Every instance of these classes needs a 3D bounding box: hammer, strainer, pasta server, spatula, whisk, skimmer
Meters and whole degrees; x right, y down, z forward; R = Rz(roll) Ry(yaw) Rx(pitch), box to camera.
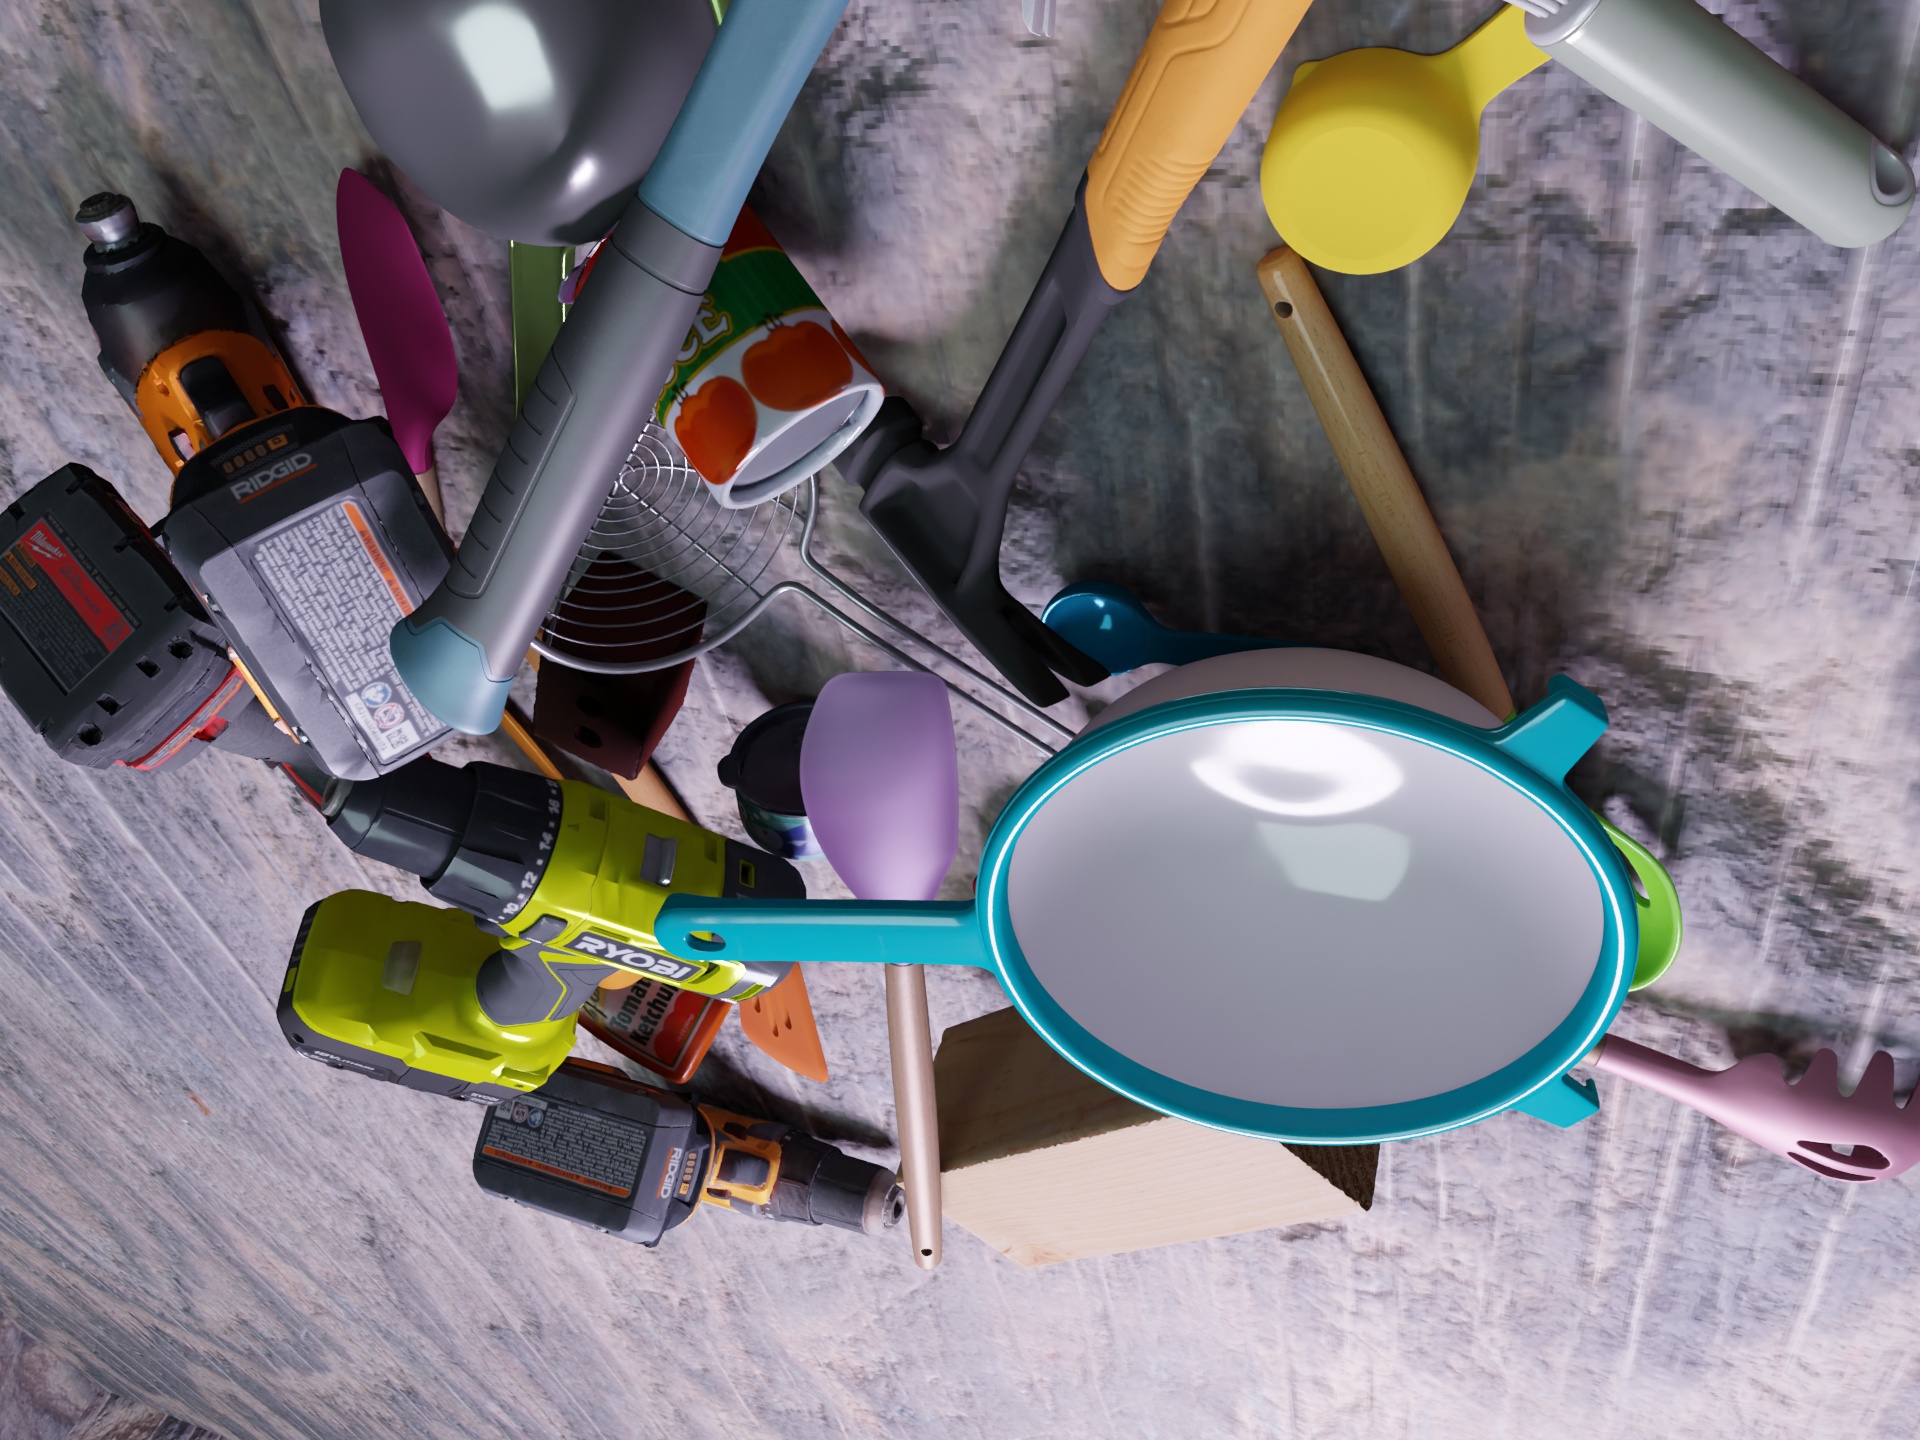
[{"bbox_3d":[0.055,-0.146,0.431,0.127,0.034,0.336,52,140,19],"label":"hammer"},{"bbox_3d":[-0.151,-0.167,0.522,0.151,0.069,0.256,22,139,6],"label":"strainer"},{"bbox_3d":[0.237,0.119,0.656,0.316,0.040,0.060,20,140,15],"label":"pasta server"},{"bbox_3d":[-0.024,0.116,0.653,0.060,0.018,0.315,-2,122,4],"label":"spatula"},{"bbox_3d":[0.126,-0.162,0.346,0.246,0.058,0.059,19,163,-25],"label":"whisk"},{"bbox_3d":[0.056,0.049,0.572,0.340,0.095,0.210,-2,129,18],"label":"strainer"},{"bbox_3d":[-0.086,-0.131,0.449,0.128,0.033,0.331,34,116,-1],"label":"hammer"},{"bbox_3d":[-0.150,0.056,0.786,0.081,0.041,0.322,14,142,49],"label":"spatula"},{"bbox_3d":[-0.001,-0.002,0.603,0.363,0.090,0.127,32,112,-9],"label":"skimmer"}]

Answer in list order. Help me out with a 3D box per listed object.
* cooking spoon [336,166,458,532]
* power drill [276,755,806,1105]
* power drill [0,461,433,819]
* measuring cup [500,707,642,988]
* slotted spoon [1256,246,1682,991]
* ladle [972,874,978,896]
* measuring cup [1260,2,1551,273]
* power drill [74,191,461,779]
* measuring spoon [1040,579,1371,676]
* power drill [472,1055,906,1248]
[{"bbox_3d":[-0.231,-0.092,0.679,0.069,0.017,0.318,42,147,19],"label":"cooking spoon"},{"bbox_3d":[-0.202,0.089,0.679,0.190,0.080,0.228,24,142,-30],"label":"power drill"},{"bbox_3d":[-0.332,-0.021,0.716,0.143,0.078,0.219,44,176,18],"label":"power drill"},{"bbox_3d":[-0.208,0.063,0.803,0.095,0.052,0.173,3,131,57],"label":"measuring cup"},{"bbox_3d":[0.172,-0.022,0.536,0.070,0.031,0.313,-4,130,45],"label":"slotted spoon"},{"bbox_3d":[0.069,0.162,0.793,0.069,0.031,0.315,4,137,23],"label":"ladle"},{"bbox_3d":[0.138,-0.164,0.394,0.062,0.029,0.156,42,141,-17],"label":"measuring cup"},{"bbox_3d":[-0.260,-0.095,0.589,0.227,0.084,0.164,42,156,43],"label":"power drill"},{"bbox_3d":[0.094,-0.031,0.582,0.128,0.021,0.042,9,138,7],"label":"measuring spoon"},{"bbox_3d":[-0.147,0.258,0.924,0.185,0.084,0.226,9,166,22],"label":"power drill"}]
